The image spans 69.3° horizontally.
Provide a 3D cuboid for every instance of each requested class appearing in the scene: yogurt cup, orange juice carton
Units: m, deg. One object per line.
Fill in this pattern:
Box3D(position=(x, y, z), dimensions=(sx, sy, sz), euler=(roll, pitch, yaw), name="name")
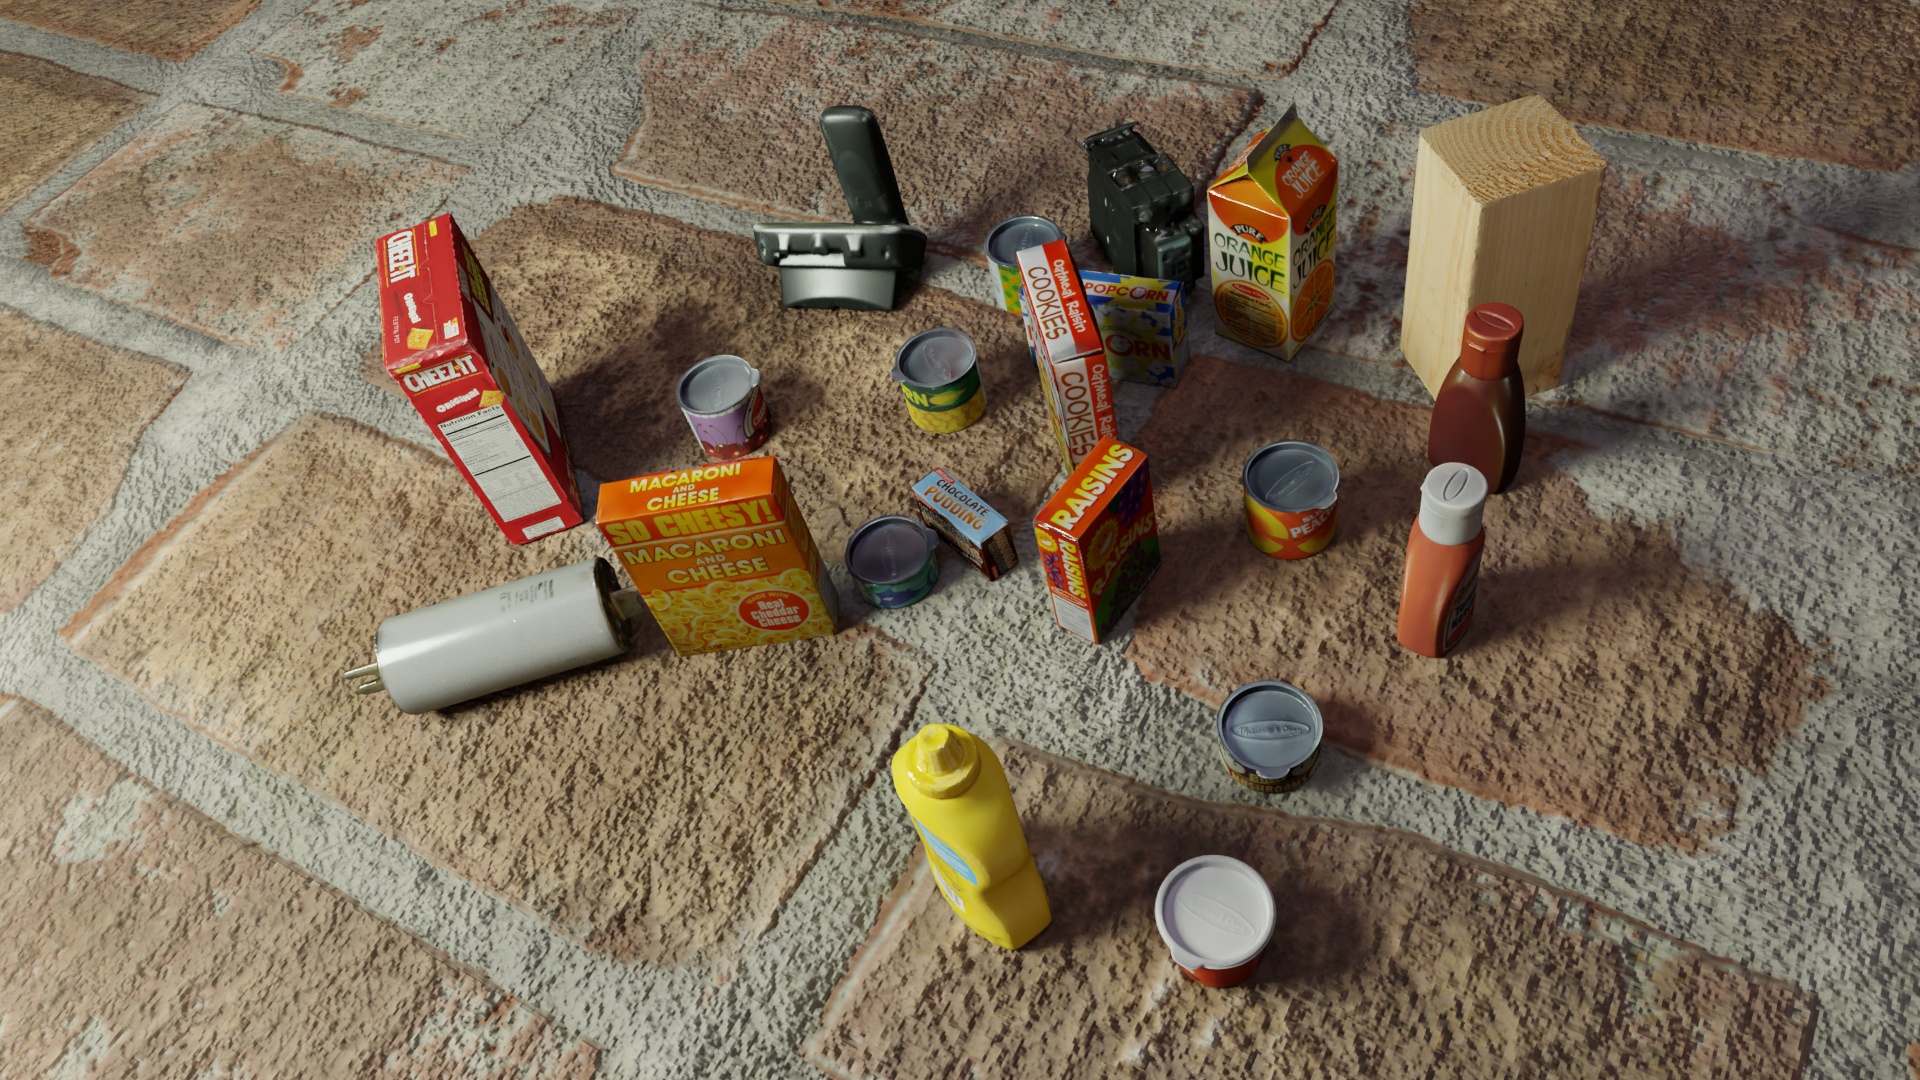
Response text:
Box3D(position=(0.150, 0.225, 0.811), dimensions=(0.072, 0.053, 0.073), euler=(-6, 51, 8), name="yogurt cup")
Box3D(position=(0.239, -0.237, 1.065), dimensions=(0.073, 0.191, 0.072), euler=(28, 63, 30), name="orange juice carton")

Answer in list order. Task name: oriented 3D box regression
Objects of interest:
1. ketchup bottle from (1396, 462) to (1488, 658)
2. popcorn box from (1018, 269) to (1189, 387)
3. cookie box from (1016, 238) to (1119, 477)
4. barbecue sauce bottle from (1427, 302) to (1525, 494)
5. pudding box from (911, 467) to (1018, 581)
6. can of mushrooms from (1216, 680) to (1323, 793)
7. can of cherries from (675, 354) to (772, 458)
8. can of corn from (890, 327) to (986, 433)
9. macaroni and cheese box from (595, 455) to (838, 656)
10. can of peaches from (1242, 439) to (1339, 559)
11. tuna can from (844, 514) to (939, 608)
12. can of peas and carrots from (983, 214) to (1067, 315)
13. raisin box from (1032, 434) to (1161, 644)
Box3D(position=(0.307, 0.011, 0.883), dimensions=(0.043, 0.148, 0.065), euler=(25, 62, 29), name="ketchup bottle")
Box3D(position=(0.115, -0.172, 1.112), dimensions=(0.127, 0.084, 0.038), euler=(11, 56, 21), name="popcorn box")
Box3D(position=(0.084, -0.119, 1.024), dimensions=(0.040, 0.166, 0.123), euler=(-15, 51, 2), name="cookie box")
Box3D(position=(0.359, -0.098, 0.956), dimensions=(0.044, 0.147, 0.065), euler=(-41, 55, -19), name="barbecue sauce bottle")
Box3D(position=(0.004, -0.013, 1.035), dimensions=(0.030, 0.049, 0.084), euler=(-38, 54, -16), name="pudding box")
Box3D(position=(0.198, 0.128, 0.890), dimensions=(0.071, 0.033, 0.071), euler=(-6, 51, 8), name="can of mushrooms")
Box3D(position=(-0.192, -0.110, 1.151), dimensions=(0.071, 0.058, 0.072), euler=(-6, 51, 8), name="can of cherries")
Box3D(position=(-0.017, -0.128, 1.125), dimensions=(0.071, 0.058, 0.071), euler=(-6, 51, 8), name="can of corn")
Box3D(position=(-0.166, 0.014, 0.978), dimensions=(0.124, 0.165, 0.040), euler=(-9, 51, 6), name="macaroni and cheese box")
Box3D(position=(0.236, -0.027, 0.987), dimensions=(0.071, 0.057, 0.071), euler=(-6, 51, 8), name="can of peaches")
Box3D(position=(-0.048, 0.015, 1.036), dimensions=(0.071, 0.032, 0.071), euler=(-6, 51, 8), name="tuna can")
Box3D(position=(0.060, -0.236, 1.192), dimensions=(0.071, 0.058, 0.071), euler=(-6, 51, 8), name="can of peas and carrots")
Box3D(position=(0.096, 0.001, 0.955), dimensions=(0.040, 0.122, 0.086), euler=(27, 63, 30), name="raisin box")
